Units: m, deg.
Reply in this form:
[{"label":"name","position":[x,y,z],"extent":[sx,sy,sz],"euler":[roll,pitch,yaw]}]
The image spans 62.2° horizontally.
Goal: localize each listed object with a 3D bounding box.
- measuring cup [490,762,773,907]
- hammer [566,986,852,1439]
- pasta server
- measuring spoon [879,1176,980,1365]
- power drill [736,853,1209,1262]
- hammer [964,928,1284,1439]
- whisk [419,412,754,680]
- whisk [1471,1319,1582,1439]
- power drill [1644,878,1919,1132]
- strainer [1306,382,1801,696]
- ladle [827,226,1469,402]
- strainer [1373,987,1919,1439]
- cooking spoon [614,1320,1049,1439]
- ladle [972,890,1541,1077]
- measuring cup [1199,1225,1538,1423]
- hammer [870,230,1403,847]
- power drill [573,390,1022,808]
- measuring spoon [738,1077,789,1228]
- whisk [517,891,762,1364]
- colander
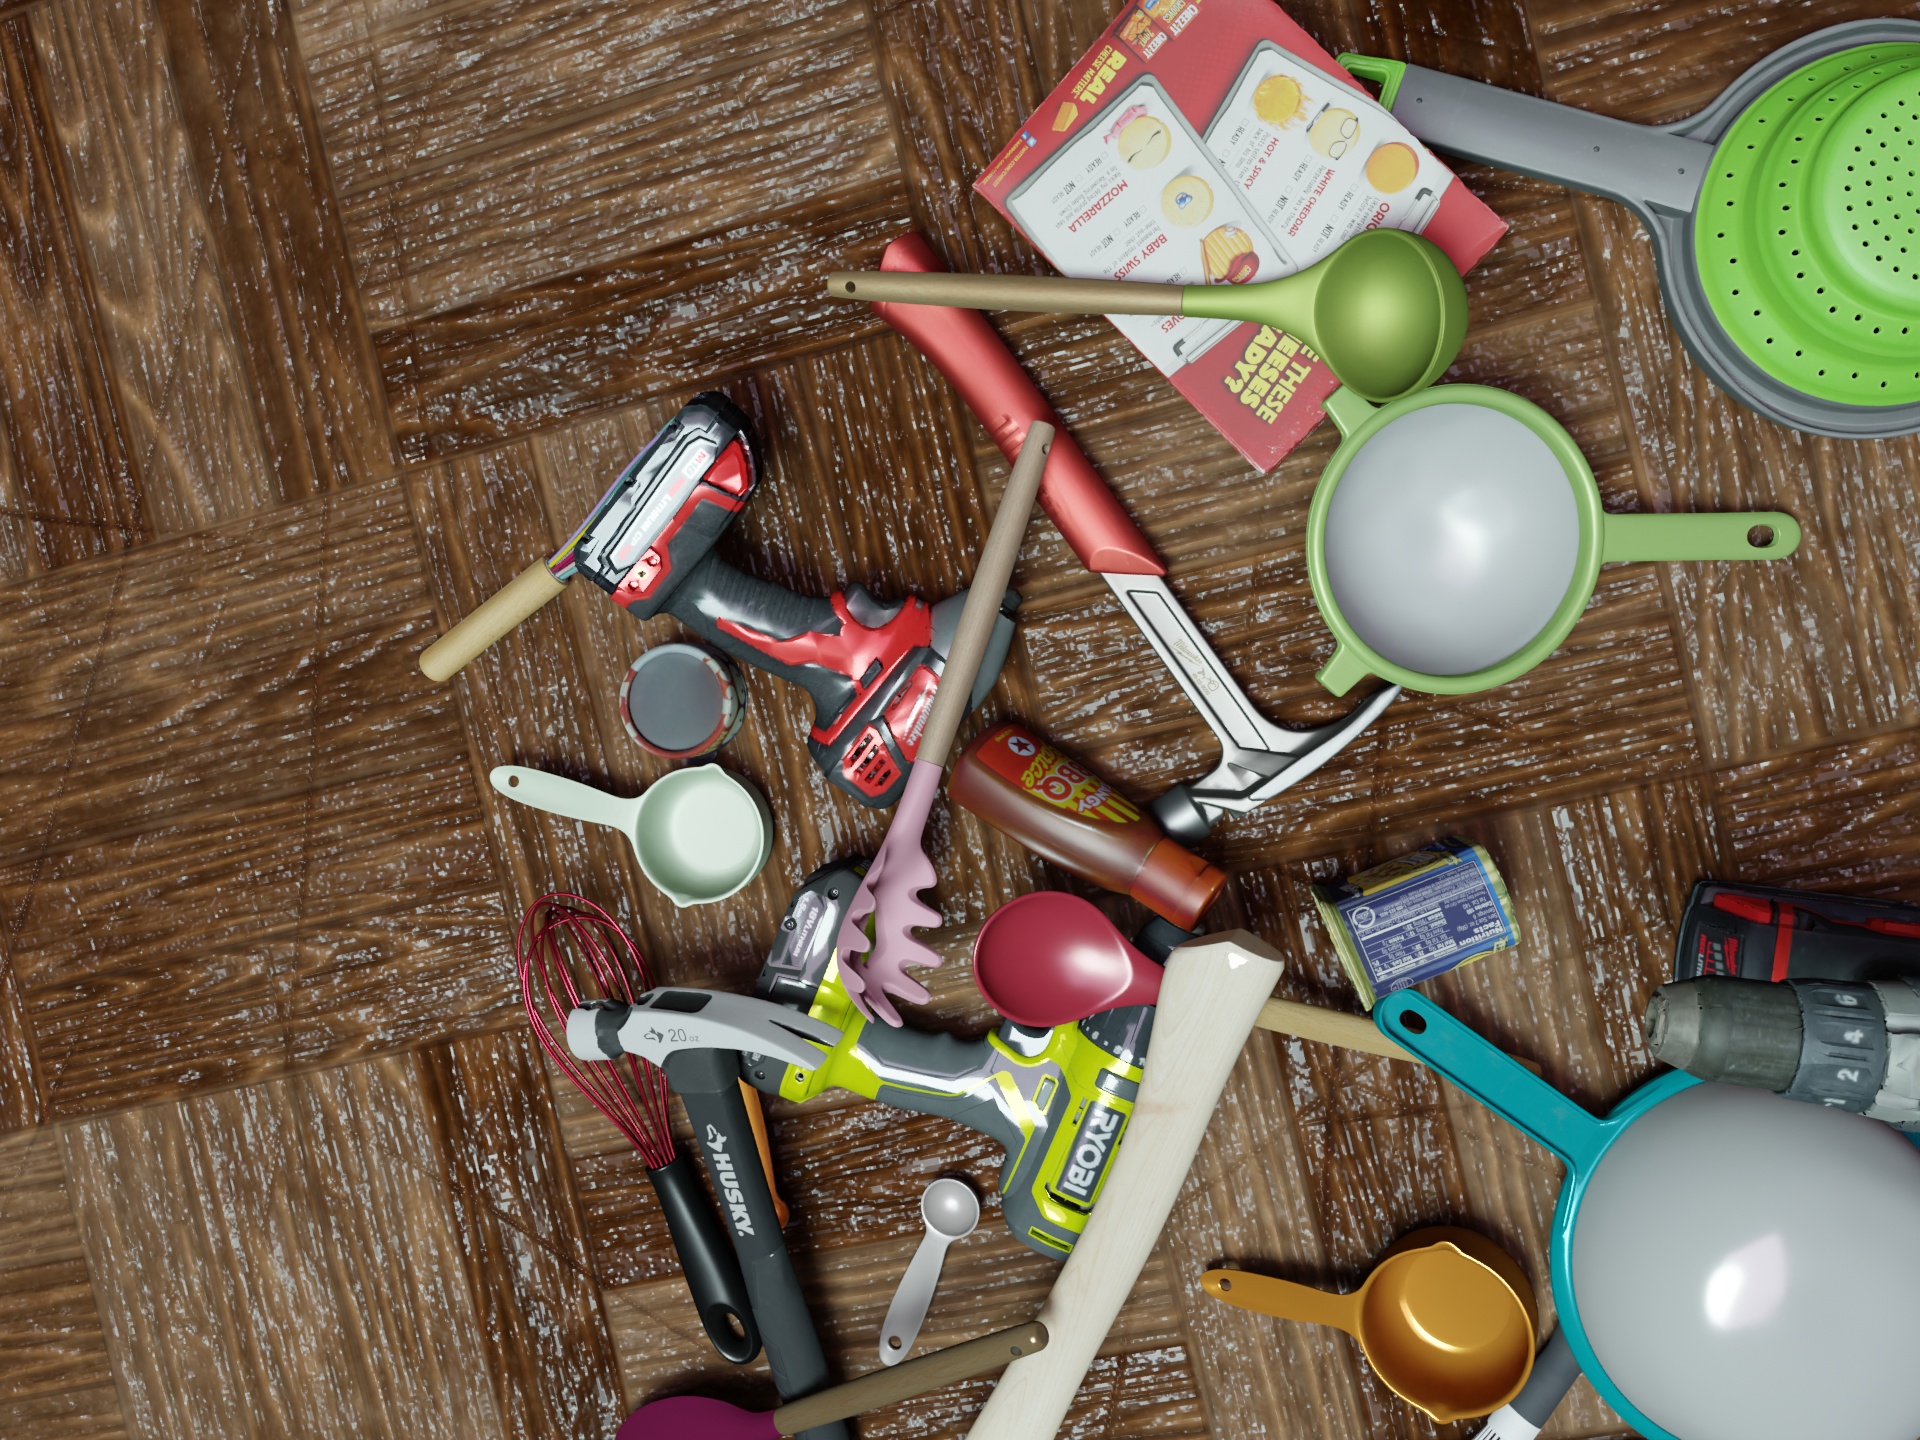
[{"label":"measuring cup","position":[-0.185,0.051,0.906],"extent":[0.167,0.038,0.083],"euler":[15,95,11]},{"label":"hammer","position":[-0.099,0.296,0.857],"extent":[0.146,0.035,0.334],"euler":[-7,108,24]},{"label":"pasta server","position":[-0.001,-0.003,0.808],"extent":[0.040,0.060,0.316],"euler":[15,85,39]},{"label":"measuring spoon","position":[-0.019,0.312,0.903],"extent":[0.034,0.018,0.124],"euler":[25,103,15]},{"label":"power drill","position":[0.010,0.161,0.858],"extent":[0.228,0.080,0.190],"euler":[23,97,5]},{"label":"hammer","position":[0.072,0.294,0.801],"extent":[0.146,0.038,0.410],"euler":[27,105,15]},{"label":"whisk","position":[-0.216,-0.100,0.901],"extent":[0.245,0.047,0.051],"euler":[-35,88,13]},{"label":"whisk","position":[0.271,0.395,0.835],"extent":[0.070,0.070,0.284],"euler":[36,94,6]},{"label":"power drill","position":[0.387,0.128,0.713],"extent":[0.188,0.226,0.080],"euler":[6,94,9]},{"label":"strainer","position":[0.291,-0.093,0.810],"extent":[0.256,0.069,0.151],"euler":[-2,97,-7]},{"label":"ladle","position":[0.080,-0.203,0.770],"extent":[0.320,0.062,0.078],"euler":[8,114,18]},{"label":"strainer","position":[0.353,0.237,0.769],"extent":[0.340,0.095,0.211],"euler":[35,89,1]},{"label":"cooking spoon","position":[-0.077,0.367,0.847],"extent":[0.319,0.017,0.068],"euler":[-32,98,30]},{"label":"ladle","position":[0.155,0.147,0.813],"extent":[0.315,0.031,0.069],"euler":[15,93,-10]},{"label":"measuring cup","position":[0.218,0.307,0.846],"extent":[0.174,0.052,0.095],"euler":[2,95,28]},{"label":"hammer","position":[0.076,-0.115,0.852],"extent":[0.149,0.036,0.359],"euler":[-36,87,10]},{"label":"power drill","position":[-0.079,-0.067,0.842],"extent":[0.219,0.079,0.143],"euler":[39,100,-13]},{"label":"measuring spoon","position":[-0.120,0.236,0.918],"extent":[0.021,0.011,0.117],"euler":[-16,86,11]},{"label":"whisk","position":[-0.177,0.234,0.905],"extent":[0.073,0.073,0.296],"euler":[-21,96,10]},{"label":"colander","position":[0.371,-0.267,0.764],"extent":[0.397,0.094,0.204],"euler":[19,96,8]}]
